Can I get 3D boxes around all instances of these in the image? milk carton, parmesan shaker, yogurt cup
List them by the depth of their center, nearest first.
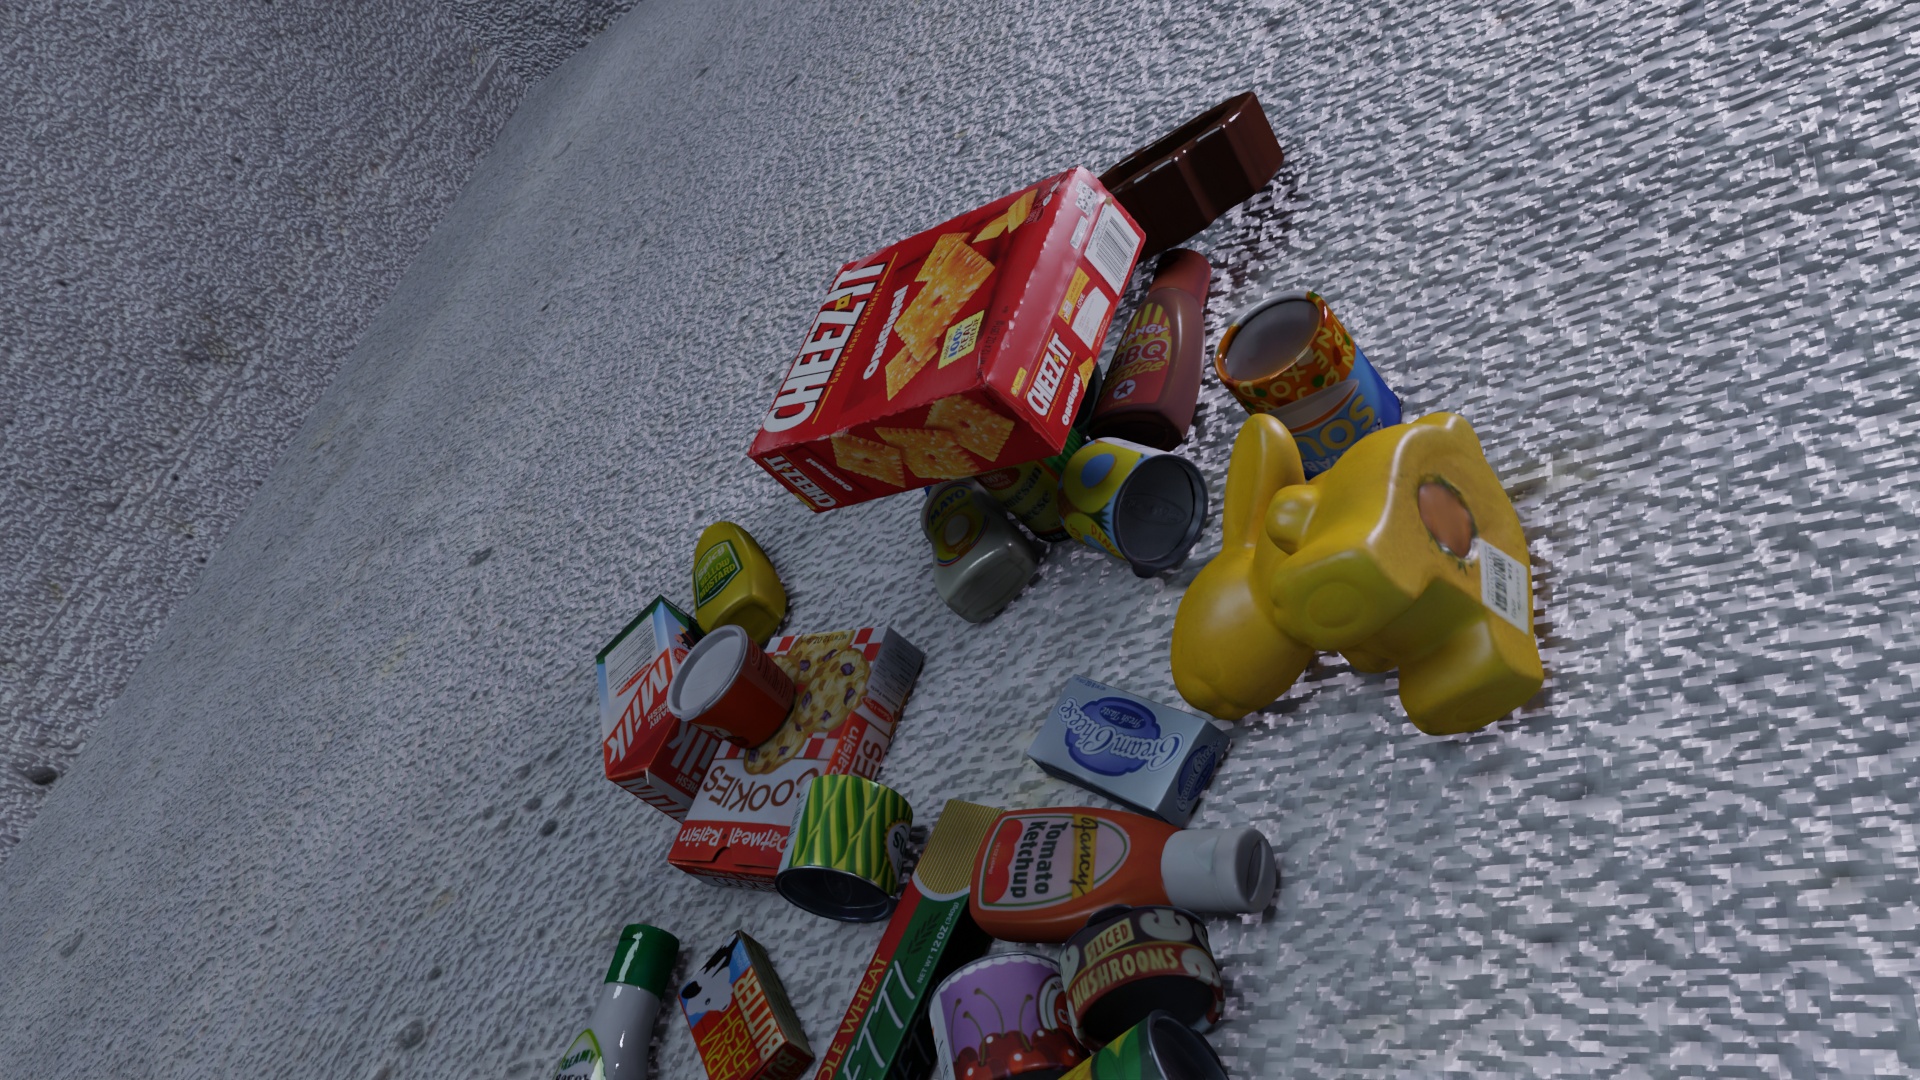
[{"bbox_3d":[0.041,-0.053,0.849,0.071,0.103,0.072,-31,36,26],"label":"parmesan shaker"},{"bbox_3d":[-0.143,0.095,0.877,0.072,0.054,0.073,-31,35,25],"label":"yogurt cup"},{"bbox_3d":[-0.200,0.127,0.970,0.073,0.072,0.191,-43,31,8],"label":"milk carton"}]

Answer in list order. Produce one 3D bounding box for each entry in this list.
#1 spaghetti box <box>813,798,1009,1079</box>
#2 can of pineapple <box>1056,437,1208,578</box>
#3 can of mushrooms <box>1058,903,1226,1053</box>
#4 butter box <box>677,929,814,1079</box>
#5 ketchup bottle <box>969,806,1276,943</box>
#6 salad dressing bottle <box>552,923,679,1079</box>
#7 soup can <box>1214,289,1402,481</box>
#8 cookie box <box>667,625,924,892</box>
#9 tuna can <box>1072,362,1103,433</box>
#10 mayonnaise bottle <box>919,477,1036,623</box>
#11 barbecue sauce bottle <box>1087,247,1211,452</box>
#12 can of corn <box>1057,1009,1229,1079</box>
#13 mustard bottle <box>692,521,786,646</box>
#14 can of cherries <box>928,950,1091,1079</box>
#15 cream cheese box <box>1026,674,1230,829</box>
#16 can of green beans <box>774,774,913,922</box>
[{"bbox_3d":[-0.035,0.247,0.688,0.050,0.028,0.251,-2,54,50],"label":"spaghetti box"},{"bbox_3d":[0.095,-0.020,0.785,0.071,0.071,0.058,-53,32,-8],"label":"can of pineapple"},{"bbox_3d":[0.075,0.185,0.585,0.071,0.071,0.033,-36,36,19],"label":"can of mushrooms"},{"bbox_3d":[-0.121,0.268,0.770,0.053,0.024,0.104,-48,32,-1],"label":"butter box"},{"bbox_3d":[0.073,0.155,0.646,0.148,0.043,0.065,-14,46,41],"label":"ketchup bottle"},{"bbox_3d":[-0.206,0.302,0.817,0.064,0.044,0.148,-18,43,37],"label":"salad dressing bottle"},{"bbox_3d":[0.182,-0.079,0.728,0.071,0.083,0.072,-30,37,26],"label":"soup can"},{"bbox_3d":[-0.104,0.137,0.876,0.122,0.040,0.168,-9,49,45],"label":"cookie box"},{"bbox_3d":[0.058,-0.100,0.910,0.033,0.071,0.071,3,58,51],"label":"tuna can"},{"bbox_3d":[0.003,-0.011,0.906,0.064,0.041,0.149,-42,33,14],"label":"mayonnaise bottle"},{"bbox_3d":[0.127,-0.120,0.876,0.064,0.043,0.149,-13,45,42],"label":"barbecue sauce bottle"},{"bbox_3d":[0.073,0.229,0.548,0.058,0.071,0.071,-40,33,13],"label":"can of corn"},{"bbox_3d":[-0.178,0.025,1.073,0.065,0.048,0.161,-42,33,6],"label":"mustard bottle"},{"bbox_3d":[0.026,0.223,0.608,0.071,0.071,0.058,-39,34,14],"label":"can of cherries"},{"bbox_3d":[0.083,0.106,0.704,0.104,0.024,0.053,13,67,54],"label":"cream cheese box"},{"bbox_3d":[-0.063,0.170,0.768,0.071,0.071,0.058,-21,41,36],"label":"can of green beans"}]
